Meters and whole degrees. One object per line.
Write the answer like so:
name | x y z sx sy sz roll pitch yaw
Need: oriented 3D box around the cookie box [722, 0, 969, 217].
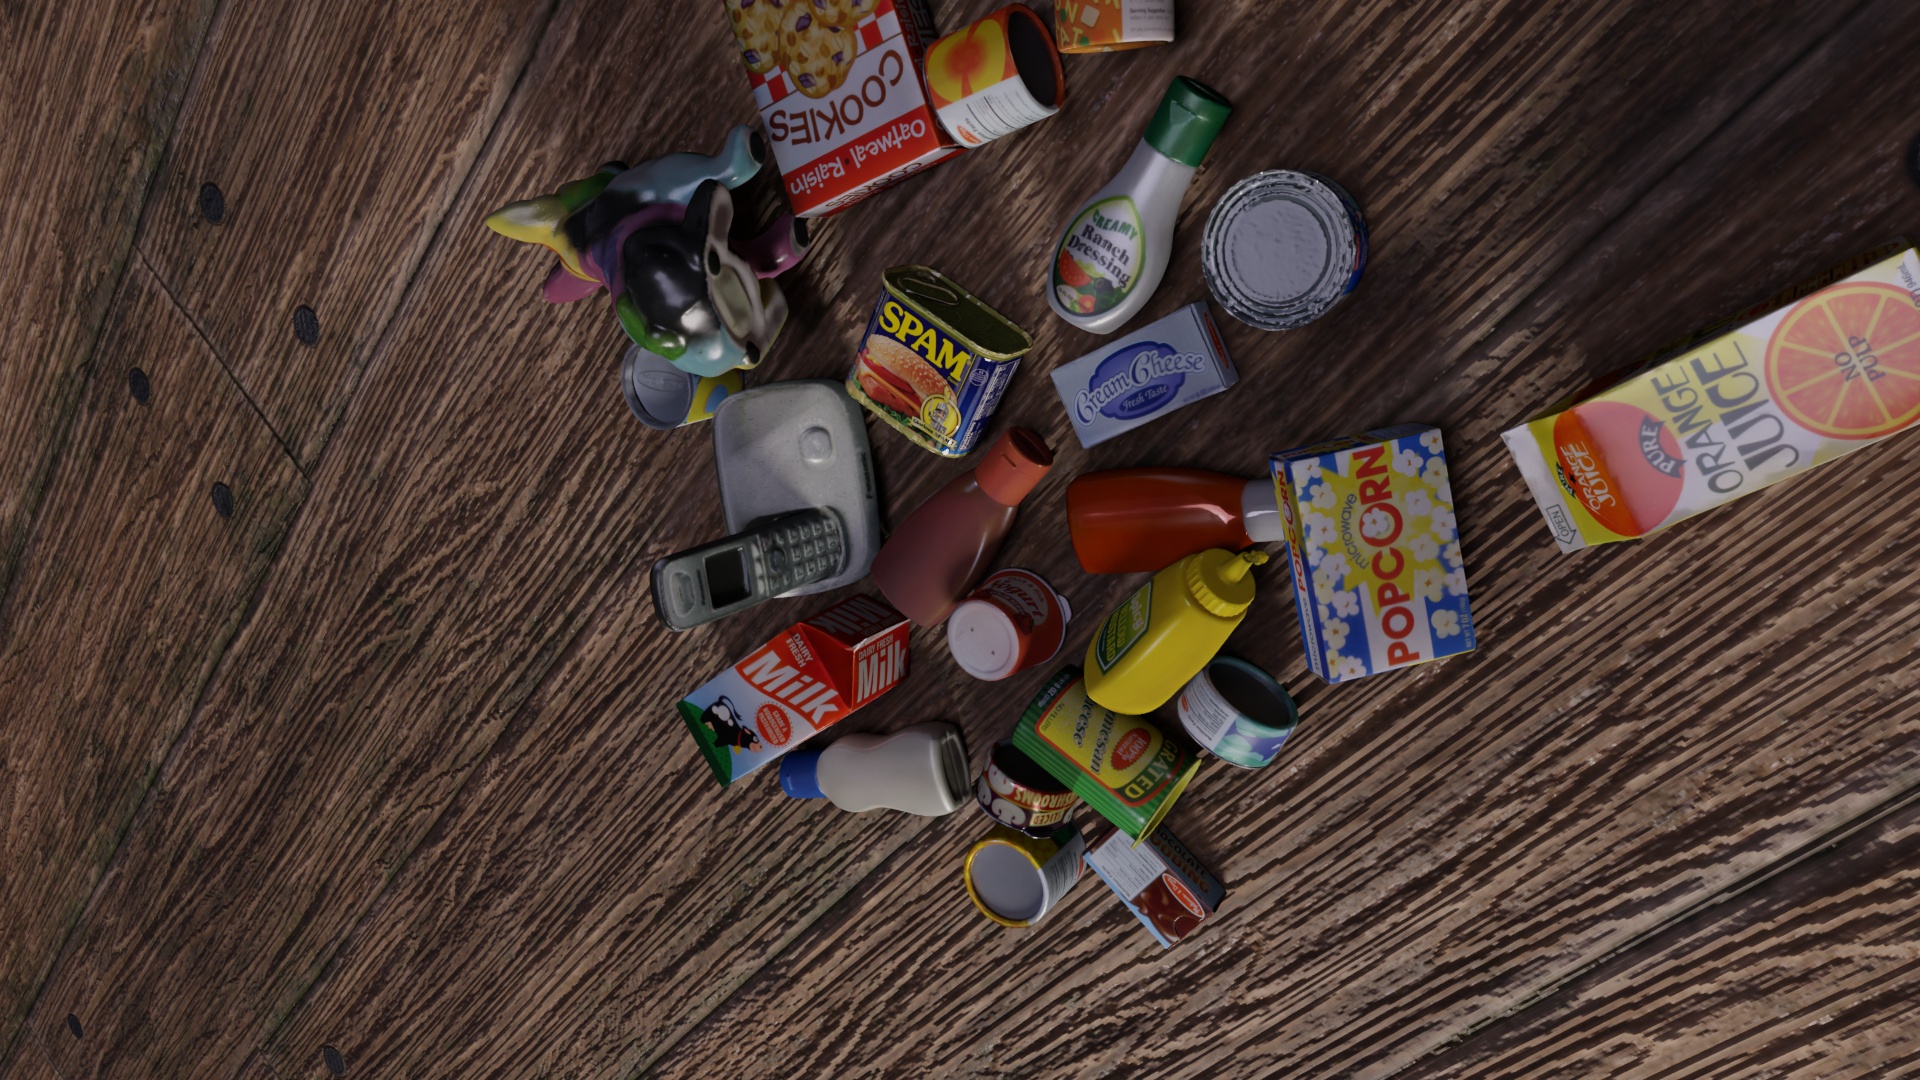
cookie box | -0.075 -0.302 0.870 0.122 0.040 0.167 -15 96 36

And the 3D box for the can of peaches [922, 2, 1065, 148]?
can of peaches | 0.020 -0.272 0.806 0.058 0.071 0.071 -13 97 34

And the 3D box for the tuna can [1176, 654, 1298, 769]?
tuna can | 0.167 0.102 0.827 0.071 0.071 0.032 37 119 17

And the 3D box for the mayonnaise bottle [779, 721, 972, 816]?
mayonnaise bottle | -0.064 0.166 1.002 0.148 0.041 0.064 -8 98 34

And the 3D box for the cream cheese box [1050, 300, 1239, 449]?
cream cheese box | 0.108 -0.097 0.828 0.103 0.024 0.053 -23 91 34

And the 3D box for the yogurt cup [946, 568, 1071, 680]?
yogurt cup | 0.027 0.057 0.905 0.072 0.054 0.072 10 109 30

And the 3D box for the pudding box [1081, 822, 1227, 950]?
pudding box | 0.126 0.218 0.906 0.084 0.030 0.049 46 121 12

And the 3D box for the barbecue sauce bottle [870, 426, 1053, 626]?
barbecue sauce bottle | 0.003 -0.011 0.906 0.065 0.044 0.148 48 122 12

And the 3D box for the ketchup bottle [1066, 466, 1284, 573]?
ketchup bottle | 0.138 -0.015 0.822 0.148 0.044 0.064 -4 108 32

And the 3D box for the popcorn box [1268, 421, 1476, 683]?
popcorn box | 0.224 0.007 0.755 0.085 0.038 0.126 -13 98 -3

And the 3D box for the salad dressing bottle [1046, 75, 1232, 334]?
salad dressing bottle | 0.102 -0.190 0.793 0.064 0.044 0.147 39 120 17

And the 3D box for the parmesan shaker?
parmesan shaker | 0.089 0.135 0.879 0.103 0.071 0.071 36 120 17

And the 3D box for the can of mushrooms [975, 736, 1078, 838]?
can of mushrooms | 0.046 0.161 0.914 0.071 0.071 0.033 27 115 22

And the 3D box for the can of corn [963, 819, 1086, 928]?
can of corn | 0.041 0.219 0.941 0.071 0.058 0.071 9 109 29

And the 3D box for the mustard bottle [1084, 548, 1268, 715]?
mustard bottle | 0.129 0.045 0.814 0.049 0.066 0.159 22 139 -15

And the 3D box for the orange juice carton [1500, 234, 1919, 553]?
orange juice carton | 0.360 -0.062 0.655 0.192 0.073 0.072 -29 88 35

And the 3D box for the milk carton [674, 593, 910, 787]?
milk carton | -0.110 0.100 0.990 0.190 0.072 0.073 -33 86 34

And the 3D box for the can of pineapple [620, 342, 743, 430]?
can of pineapple | -0.197 -0.117 0.988 0.071 0.058 0.070 9 109 29

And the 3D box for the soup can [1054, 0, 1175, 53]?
soup can | 0.081 -0.313 0.758 0.071 0.071 0.083 4 107 31
